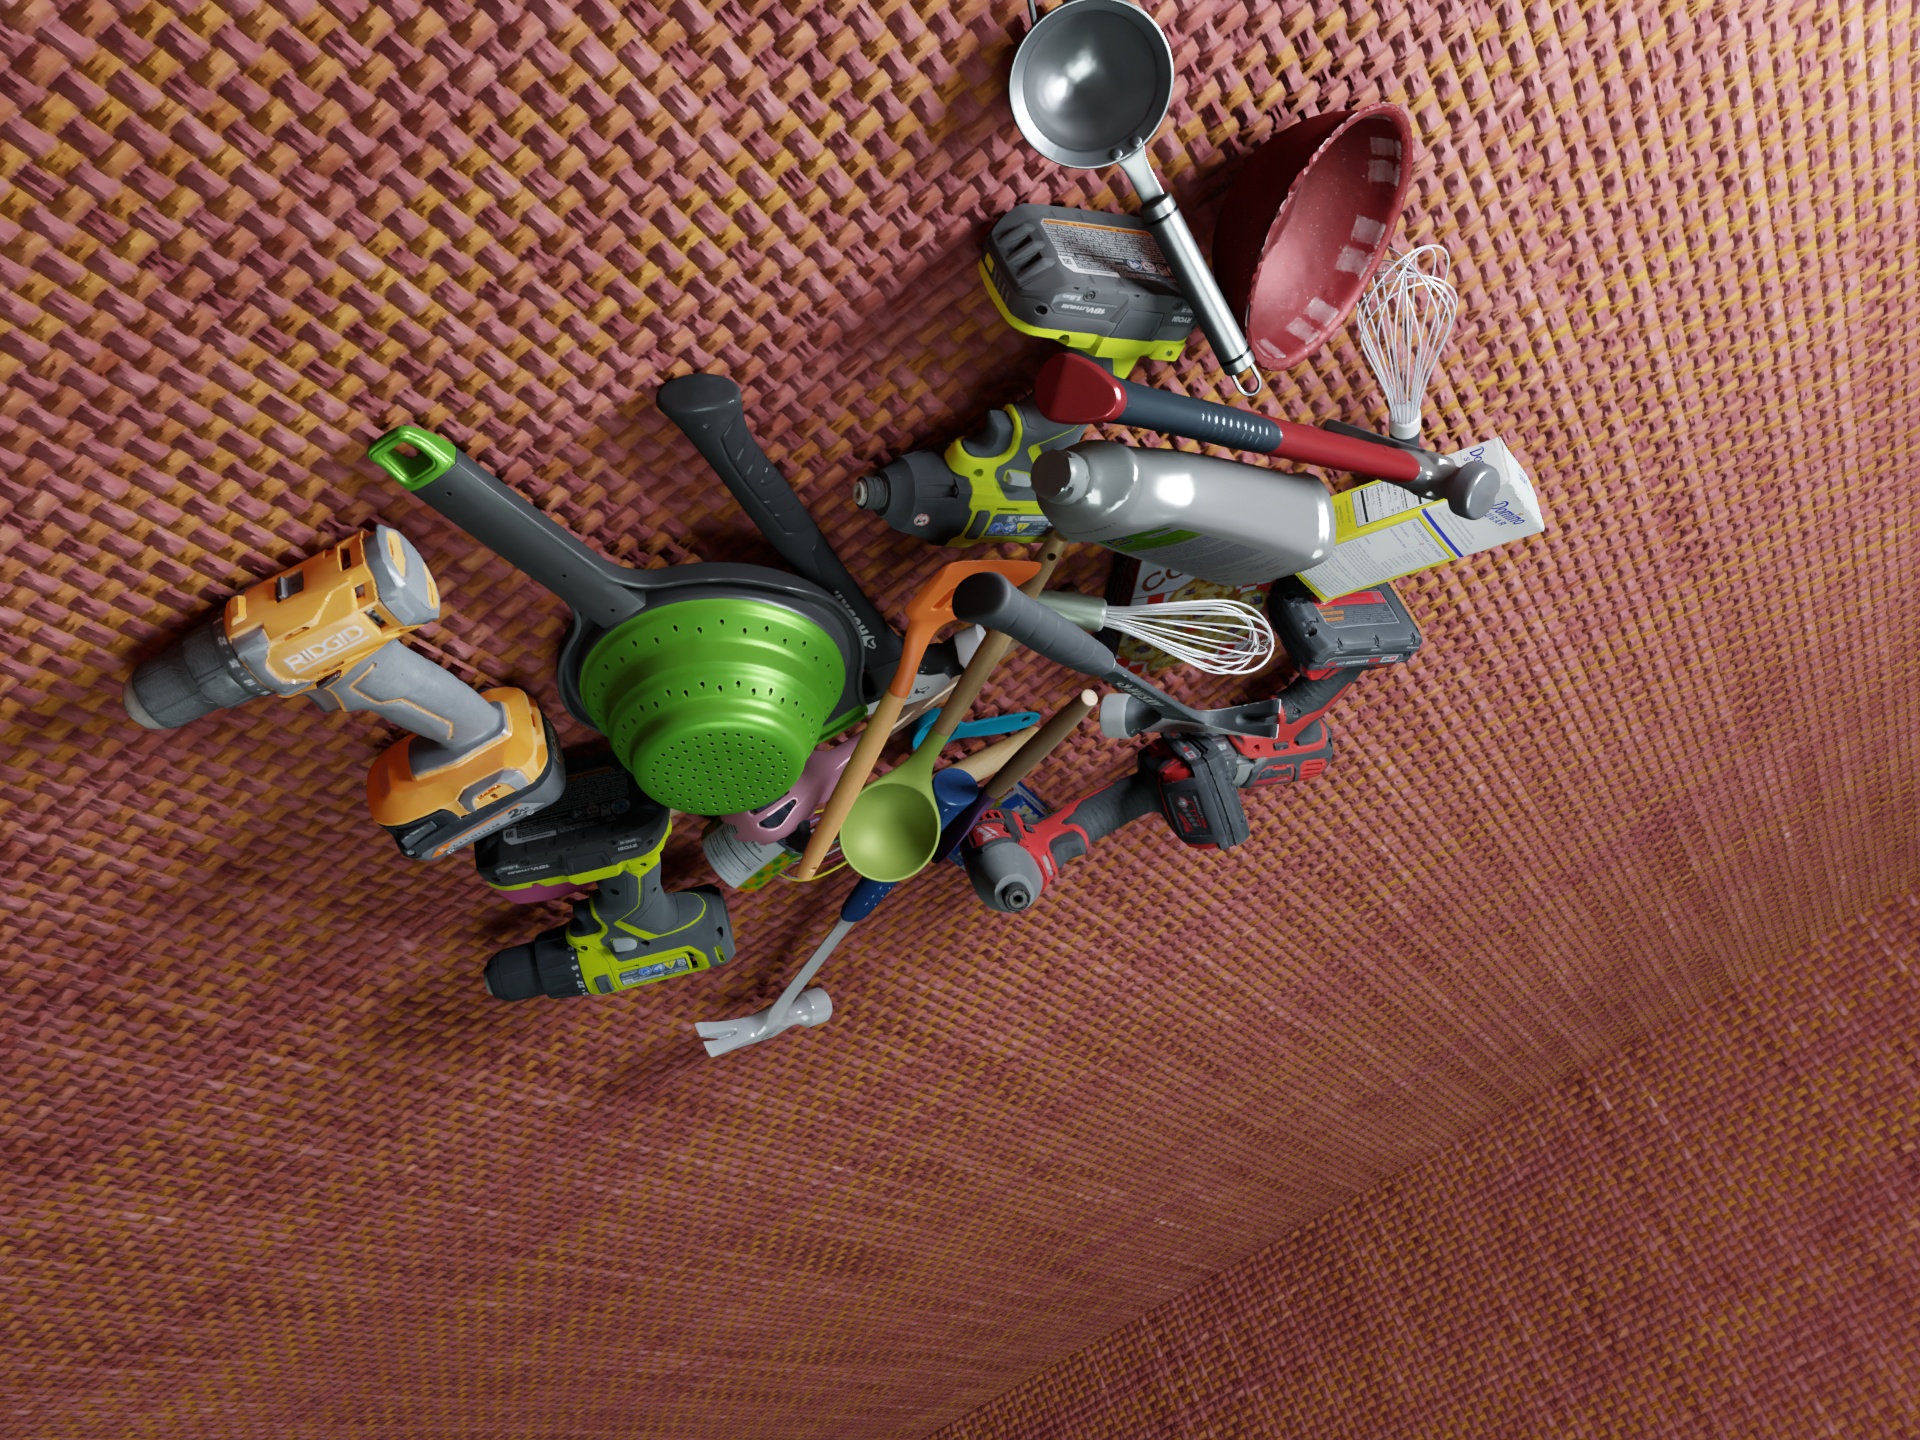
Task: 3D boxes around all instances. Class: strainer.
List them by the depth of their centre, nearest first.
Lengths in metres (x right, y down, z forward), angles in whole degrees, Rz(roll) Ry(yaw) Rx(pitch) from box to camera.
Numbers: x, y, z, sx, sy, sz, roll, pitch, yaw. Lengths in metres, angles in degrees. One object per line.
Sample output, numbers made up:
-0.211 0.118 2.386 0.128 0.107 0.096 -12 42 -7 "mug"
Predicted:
0.101 -0.283 0.858 0.087 0.050 0.258 -28 116 14 "strainer"

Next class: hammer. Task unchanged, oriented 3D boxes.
0.177 -0.180 0.981 0.386 0.143 0.038 1 112 -44 "hammer"
-0.102 -0.104 1.032 0.146 0.035 0.334 -21 144 11 "hammer"
0.102 -0.035 1.090 0.149 0.036 0.408 2 171 26 "hammer"
-0.100 0.172 1.350 0.144 0.035 0.405 -12 151 -41 "hammer"

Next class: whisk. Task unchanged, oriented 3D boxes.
0.313 -0.230 1.115 0.070 0.070 0.284 -26 151 2 "whisk"
0.109 -0.075 1.144 0.246 0.059 0.057 10 157 -9 "whisk"
-0.044 0.062 1.296 0.245 0.047 0.051 -26 158 -6 "whisk"

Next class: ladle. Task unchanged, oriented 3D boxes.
-0.002 -0.004 1.121 0.078 0.062 0.320 19 129 -17 "ladle"

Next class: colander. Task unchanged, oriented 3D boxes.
-0.203 -0.039 0.983 0.204 0.095 0.396 -26 141 21 "colander"

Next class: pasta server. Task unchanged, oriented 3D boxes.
-0.041 -0.008 1.181 0.316 0.040 0.060 -35 103 -5 "pasta server"

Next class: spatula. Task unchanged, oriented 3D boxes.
-0.049 0.004 1.102 0.081 0.041 0.322 -4 135 -40 "spatula"
0.034 0.046 1.207 0.018 0.060 0.315 26 150 -9 "spatula"

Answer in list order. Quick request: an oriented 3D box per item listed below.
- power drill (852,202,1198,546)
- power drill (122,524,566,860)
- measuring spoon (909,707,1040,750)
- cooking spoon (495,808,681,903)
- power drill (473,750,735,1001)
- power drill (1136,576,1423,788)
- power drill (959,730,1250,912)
0.040 -0.197 0.974 0.171 0.080 0.223 -3 143 -30 "power drill"
-0.370 -0.003 0.975 0.185 0.084 0.226 -26 141 2 "power drill"
0.011 -0.001 1.270 0.128 0.021 0.042 -8 142 -38 "measuring spoon"
-0.210 0.059 1.206 0.319 0.017 0.068 -27 140 4 "cooking spoon"
-0.280 0.131 1.181 0.190 0.080 0.228 -13 142 -6 "power drill"
0.264 -0.019 1.347 0.187 0.080 0.226 -6 144 -25 "power drill"
0.108 0.087 1.268 0.219 0.143 0.078 -22 107 0 "power drill"
